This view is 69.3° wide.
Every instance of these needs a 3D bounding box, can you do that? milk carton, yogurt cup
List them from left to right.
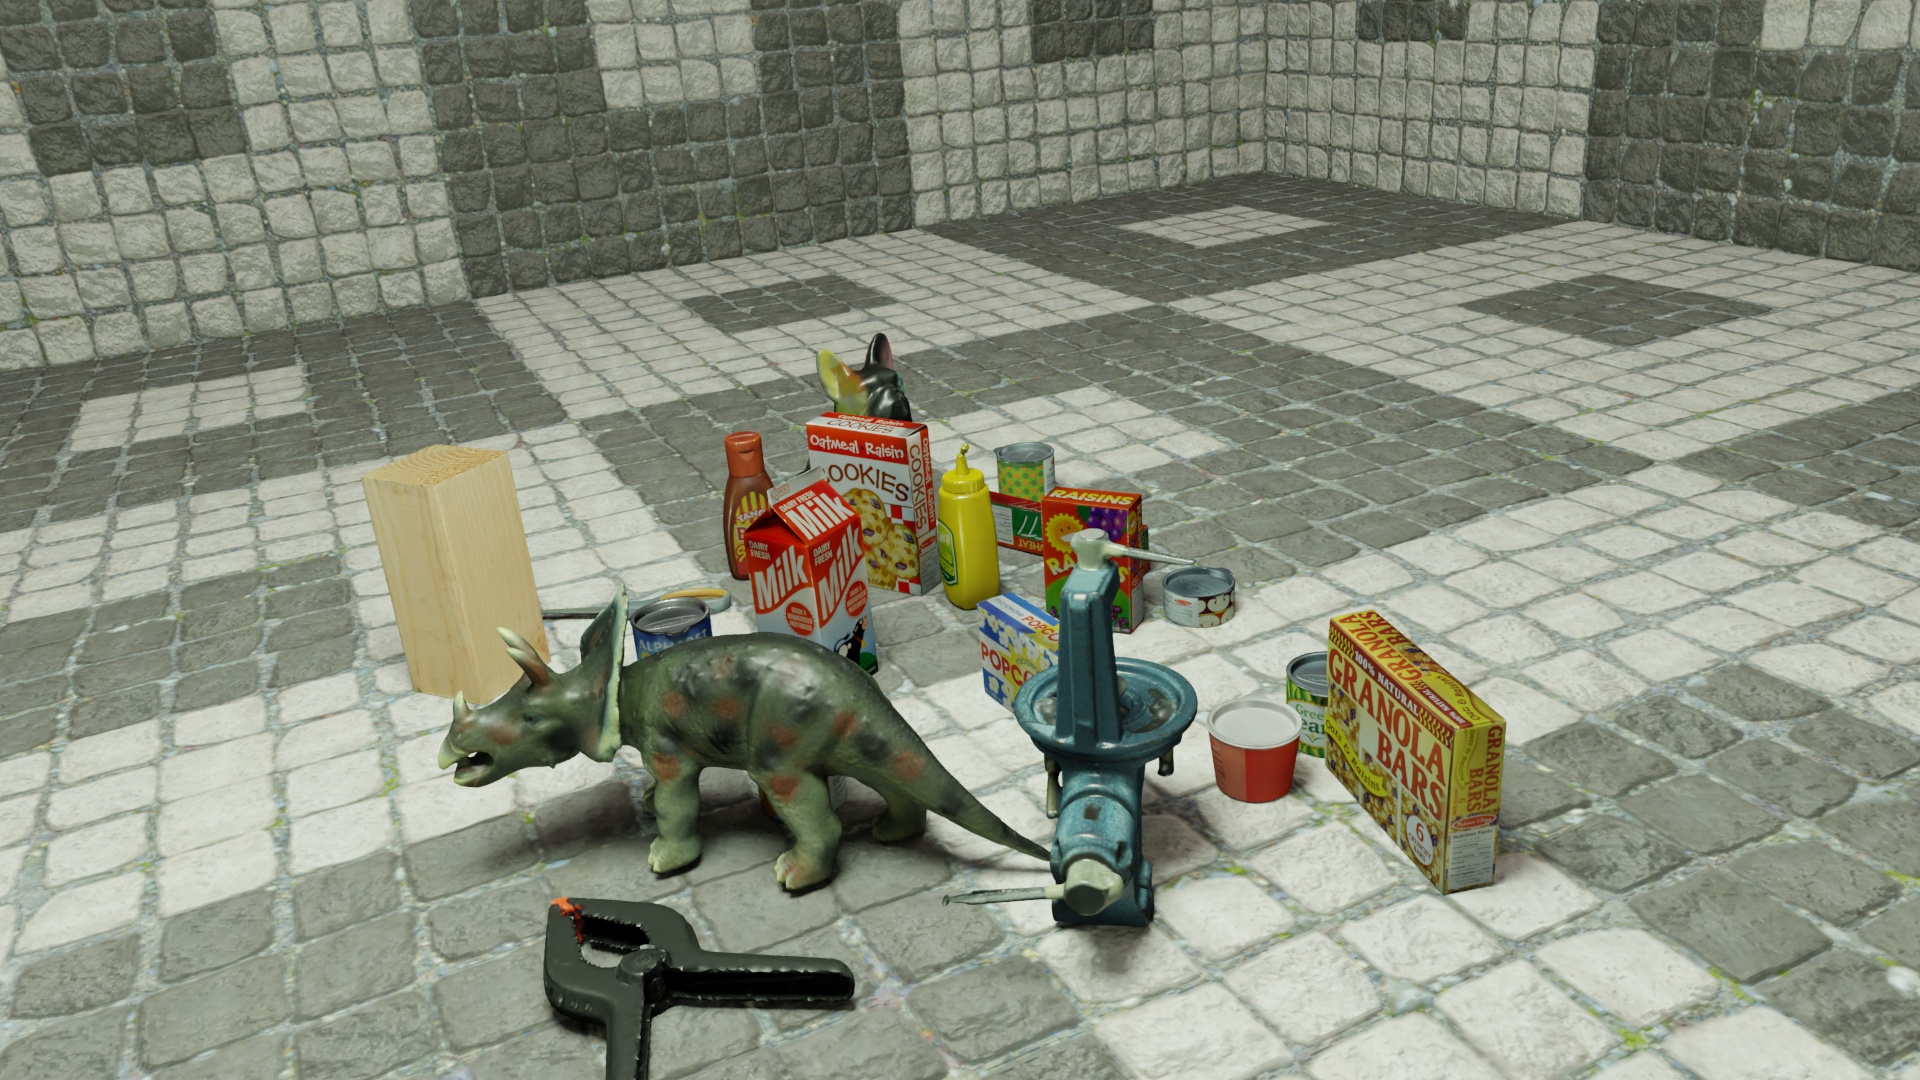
[{"bbox_3d":[-0.128,0.035,1.173,0.073,0.189,0.073,10,27,32],"label":"milk carton"},{"bbox_3d":[0.213,0.153,1.006,0.072,0.053,0.073,-4,23,2],"label":"yogurt cup"}]

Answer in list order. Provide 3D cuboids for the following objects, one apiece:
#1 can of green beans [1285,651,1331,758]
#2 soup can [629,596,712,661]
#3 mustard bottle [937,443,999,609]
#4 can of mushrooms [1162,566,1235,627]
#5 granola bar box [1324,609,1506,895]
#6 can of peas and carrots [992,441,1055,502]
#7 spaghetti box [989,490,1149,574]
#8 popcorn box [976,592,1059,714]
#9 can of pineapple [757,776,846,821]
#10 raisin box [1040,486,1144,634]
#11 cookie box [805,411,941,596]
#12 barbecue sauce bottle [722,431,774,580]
[{"bbox_3d":[0.281,0.125,1.056,0.071,0.057,0.071,-4,23,2],"label":"can of green beans"},{"bbox_3d":[-0.240,0.100,1.176,0.071,0.083,0.071,-4,22,2],"label":"soup can"},{"bbox_3d":[0.005,-0.016,1.310,0.049,0.159,0.065,-13,24,-20],"label":"mustard bottle"},{"bbox_3d":[0.220,0.051,1.274,0.071,0.033,0.071,-4,23,2],"label":"can of mushrooms"},{"bbox_3d":[0.300,0.137,0.936,0.039,0.123,0.166,-9,23,-10],"label":"granola bar box"},{"bbox_3d":[0.072,-0.073,1.564,0.071,0.058,0.071,-4,23,2],"label":"can of peas and carrots"},{"bbox_3d":[0.083,-0.012,1.426,0.250,0.050,0.029,14,29,37],"label":"spaghetti box"},{"bbox_3d":[0.062,0.103,1.112,0.038,0.085,0.127,-16,25,-27],"label":"popcorn box"},{"bbox_3d":[-0.121,0.167,1.029,0.071,0.057,0.071,-4,23,2],"label":"can of pineapple"},{"bbox_3d":[0.121,0.017,1.257,0.086,0.123,0.040,7,25,26],"label":"raisin box"},{"bbox_3d":[-0.085,-0.038,1.368,0.123,0.166,0.040,10,26,31],"label":"cookie box"},{"bbox_3d":[-0.212,-0.036,1.412,0.065,0.148,0.044,-11,23,-14],"label":"barbecue sauce bottle"}]
